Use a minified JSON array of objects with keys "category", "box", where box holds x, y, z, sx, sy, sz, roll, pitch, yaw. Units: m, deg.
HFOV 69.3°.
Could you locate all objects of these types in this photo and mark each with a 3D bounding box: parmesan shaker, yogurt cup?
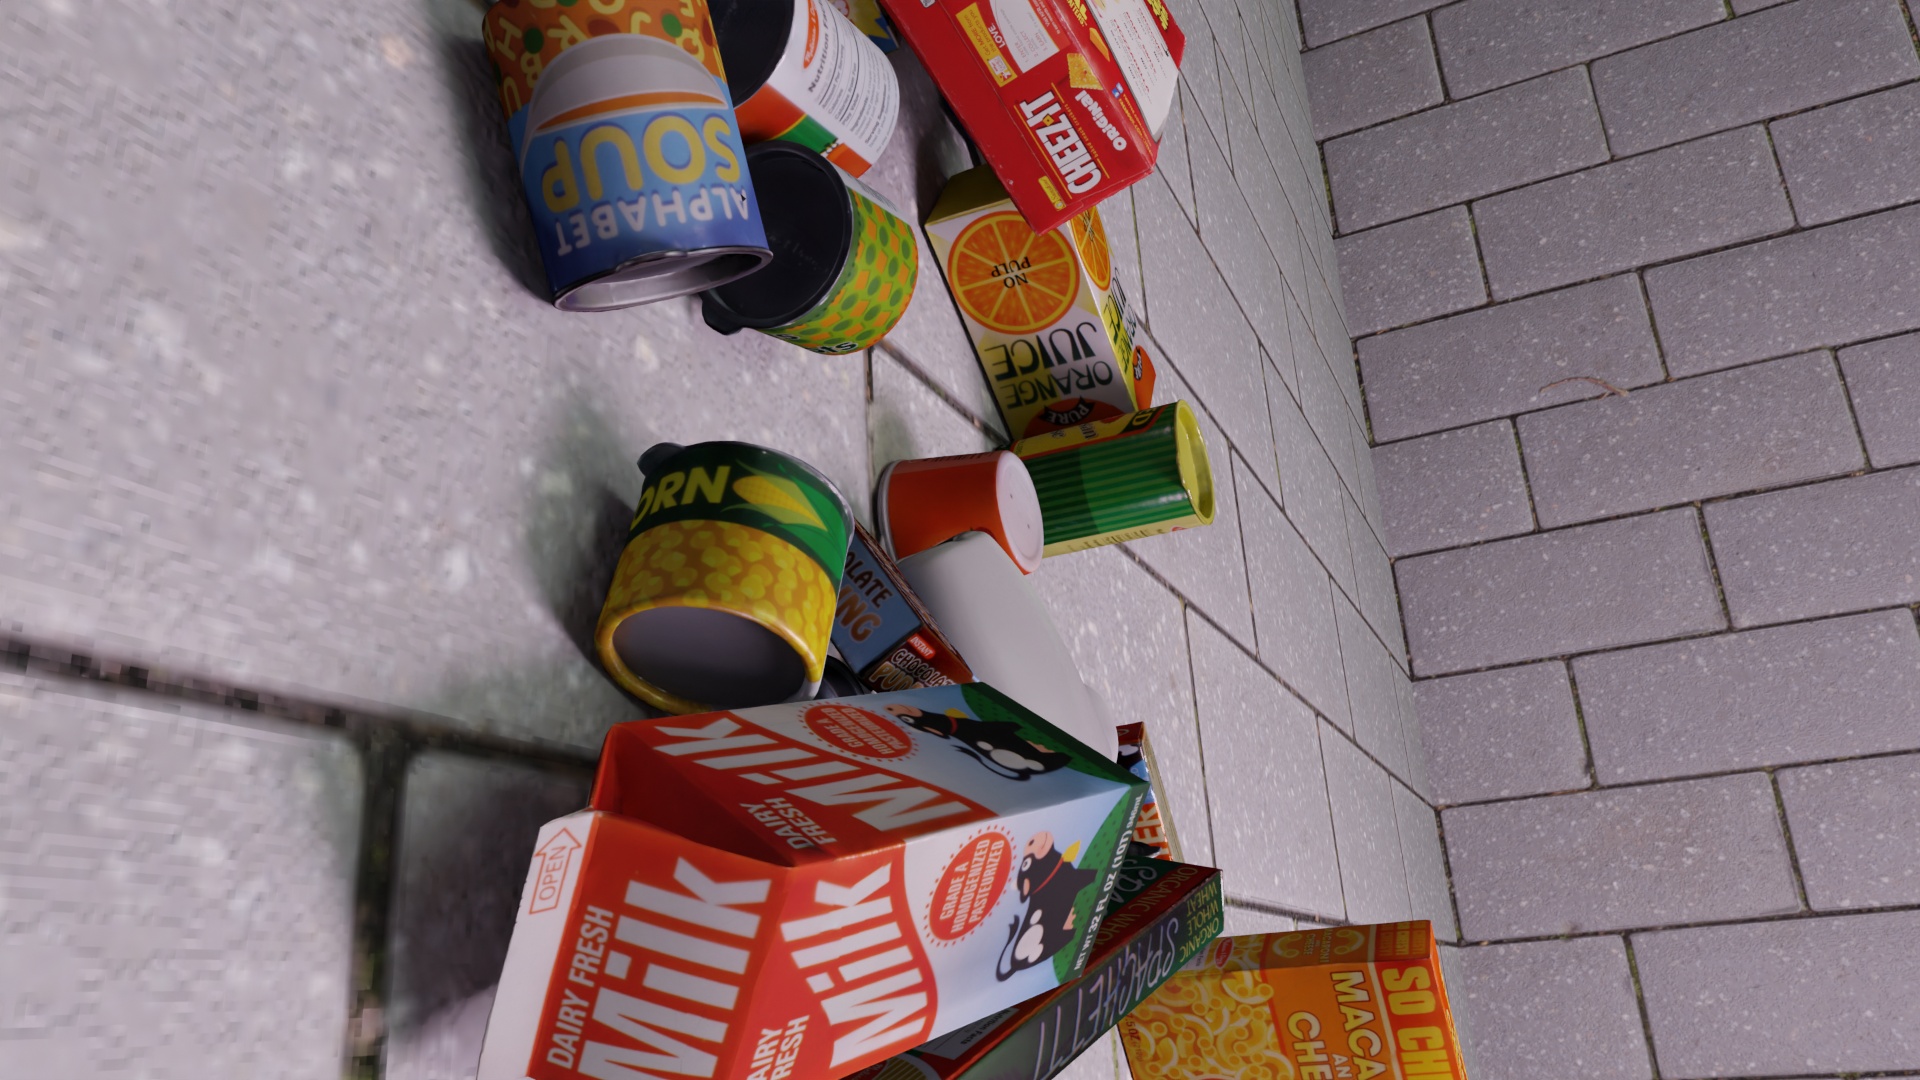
[{"category":"parmesan shaker","box":[0.073,-0.030,0.724,0.071,0.103,0.071,-13,91,-68]},{"category":"yogurt cup","box":[0.002,-0.008,0.609,0.072,0.054,0.072,-13,91,-69]}]

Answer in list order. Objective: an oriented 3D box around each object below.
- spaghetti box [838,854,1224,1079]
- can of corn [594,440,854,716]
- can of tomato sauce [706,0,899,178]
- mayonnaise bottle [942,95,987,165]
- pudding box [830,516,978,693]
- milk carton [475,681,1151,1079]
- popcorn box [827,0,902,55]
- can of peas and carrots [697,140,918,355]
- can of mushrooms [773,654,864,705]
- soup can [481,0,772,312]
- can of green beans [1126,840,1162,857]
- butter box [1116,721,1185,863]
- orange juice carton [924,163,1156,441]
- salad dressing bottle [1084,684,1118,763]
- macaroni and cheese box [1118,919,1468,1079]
[{"category":"spaghetti box","box":[0.021,0.165,0.493,0.251,0.050,0.028,-13,100,-54]},{"category":"can of corn","box":[-0.071,0.013,0.410,0.071,0.071,0.058,56,31,-42]},{"category":"can of tomato sauce","box":[-0.071,-0.171,0.508,0.083,0.071,0.071,13,66,-66]},{"category":"mayonnaise bottle","box":[0.038,-0.223,0.825,0.148,0.041,0.065,42,40,-54]},{"category":"pudding box","box":[-0.033,0.023,0.490,0.084,0.030,0.049,51,0,39]},{"category":"milk carton","box":[-0.037,0.091,0.372,0.191,0.073,0.072,0,112,-50]},{"category":"popcorn box","box":[-0.065,-0.284,0.611,0.126,0.038,0.085,56,29,-42]},{"category":"can of peas and carrots","box":[-0.057,-0.102,0.504,0.059,0.071,0.071,8,71,-67]},{"category":"can of mushrooms","box":[-0.056,0.070,0.456,0.071,0.033,0.071,-12,91,-67]},{"category":"soup can","box":[-0.097,-0.116,0.407,0.071,0.071,0.083,-23,99,-68]},{"category":"can of green beans","box":[0.060,0.174,0.636,0.071,0.071,0.058,-6,85,-68]},{"category":"butter box","box":[0.083,0.148,0.722,0.024,0.053,0.103,-50,125,-66]},{"category":"orange juice carton","box":[0.055,-0.111,0.762,0.072,0.073,0.192,-71,143,-53]},{"category":"salad dressing bottle","box":[0.028,0.127,0.598,0.044,0.064,0.148,51,41,-27]},{"category":"macaroni and cheese box","box":[0.174,0.268,0.727,0.040,0.166,0.123,-40,116,-66]}]
